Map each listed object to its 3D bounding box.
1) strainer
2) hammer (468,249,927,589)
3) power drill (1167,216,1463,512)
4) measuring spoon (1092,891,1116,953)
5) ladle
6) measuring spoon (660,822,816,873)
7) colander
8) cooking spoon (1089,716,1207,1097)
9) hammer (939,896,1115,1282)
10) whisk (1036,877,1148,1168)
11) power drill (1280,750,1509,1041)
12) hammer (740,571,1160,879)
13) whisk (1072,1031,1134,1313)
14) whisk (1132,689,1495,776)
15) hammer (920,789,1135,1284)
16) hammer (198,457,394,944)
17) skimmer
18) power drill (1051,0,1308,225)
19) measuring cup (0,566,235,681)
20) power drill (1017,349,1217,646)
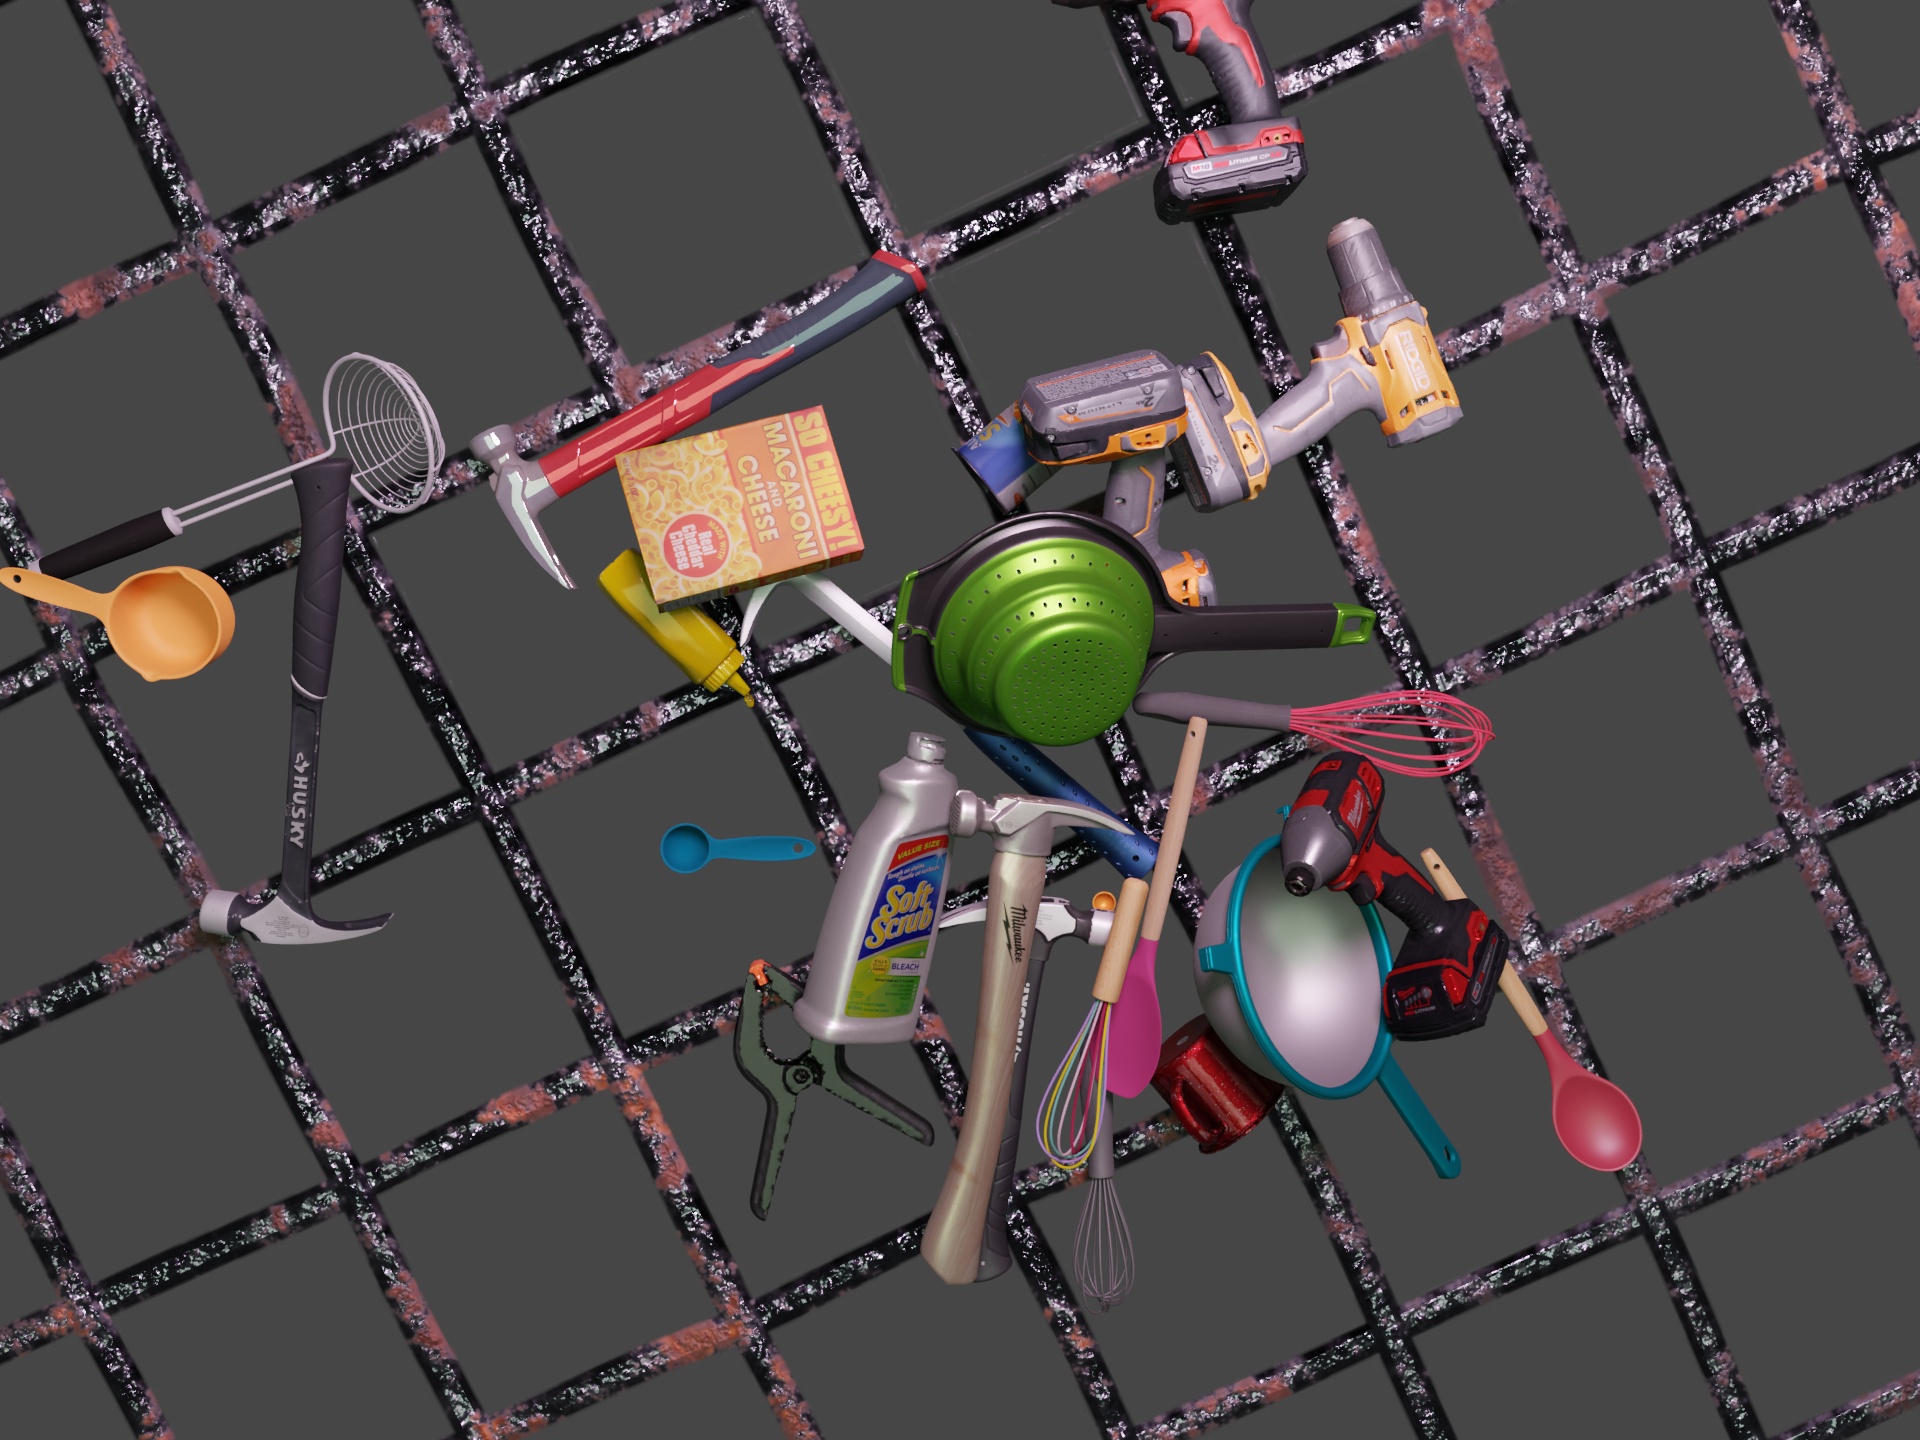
[{"bbox_3d":[0.290,0.252,1.301,0.095,0.211,0.340,-21,112,44],"label":"strainer"},{"bbox_3d":[-0.194,-0.254,1.285,0.386,0.038,0.143,-29,96,1],"label":"hammer"},{"bbox_3d":[0.269,-0.283,1.273,0.226,0.084,0.185,-22,94,-4],"label":"power drill"},{"bbox_3d":[0.131,0.199,1.345,0.021,0.011,0.117,-12,98,5],"label":"measuring spoon"},{"bbox_3d":[0.476,0.242,1.346,0.069,0.031,0.315,-33,93,1],"label":"ladle"},{"bbox_3d":[-0.186,0.106,1.330,0.128,0.021,0.042,1,94,-10],"label":"measuring spoon"},{"bbox_3d":[0.150,-0.051,1.221,0.397,0.095,0.204,-2,124,-14],"label":"colander"},{"bbox_3d":[0.160,0.153,1.297,0.069,0.017,0.319,17,98,38],"label":"cooking spoon"},{"bbox_3d":[0.034,0.311,1.336,0.146,0.035,0.335,9,96,2],"label":"hammer"},{"bbox_3d":[0.115,0.248,1.292,0.051,0.047,0.245,14,94,-17],"label":"whisk"},{"bbox_3d":[0.336,0.145,1.267,0.078,0.143,0.219,-26,109,45],"label":"power drill"},{"bbox_3d":[-0.002,-0.004,1.311,0.405,0.035,0.144,40,93,-4],"label":"hammer"},{"bbox_3d":[0.116,0.382,1.342,0.055,0.055,0.239,-3,91,-1],"label":"whisk"},{"bbox_3d":[0.289,0.001,1.307,0.296,0.073,0.073,6,95,4],"label":"whisk"},{"bbox_3d":[0.037,0.263,1.290,0.146,0.038,0.410,7,99,-11],"label":"hammer"},{"bbox_3d":[-0.515,-0.007,1.265,0.149,0.036,0.408,10,106,-5],"label":"hammer"},{"bbox_3d":[-0.579,-0.178,1.256,0.363,0.090,0.127,-21,102,1],"label":"skimmer"},{"bbox_3d":[0.173,-0.516,1.253,0.188,0.080,0.226,-10,92,0],"label":"power drill"},{"bbox_3d":[-0.672,-0.093,1.275,0.173,0.052,0.095,18,100,-7],"label":"measuring cup"},{"bbox_3d":[0.109,-0.158,1.242,0.164,0.084,0.226,-15,122,-5],"label":"power drill"}]
